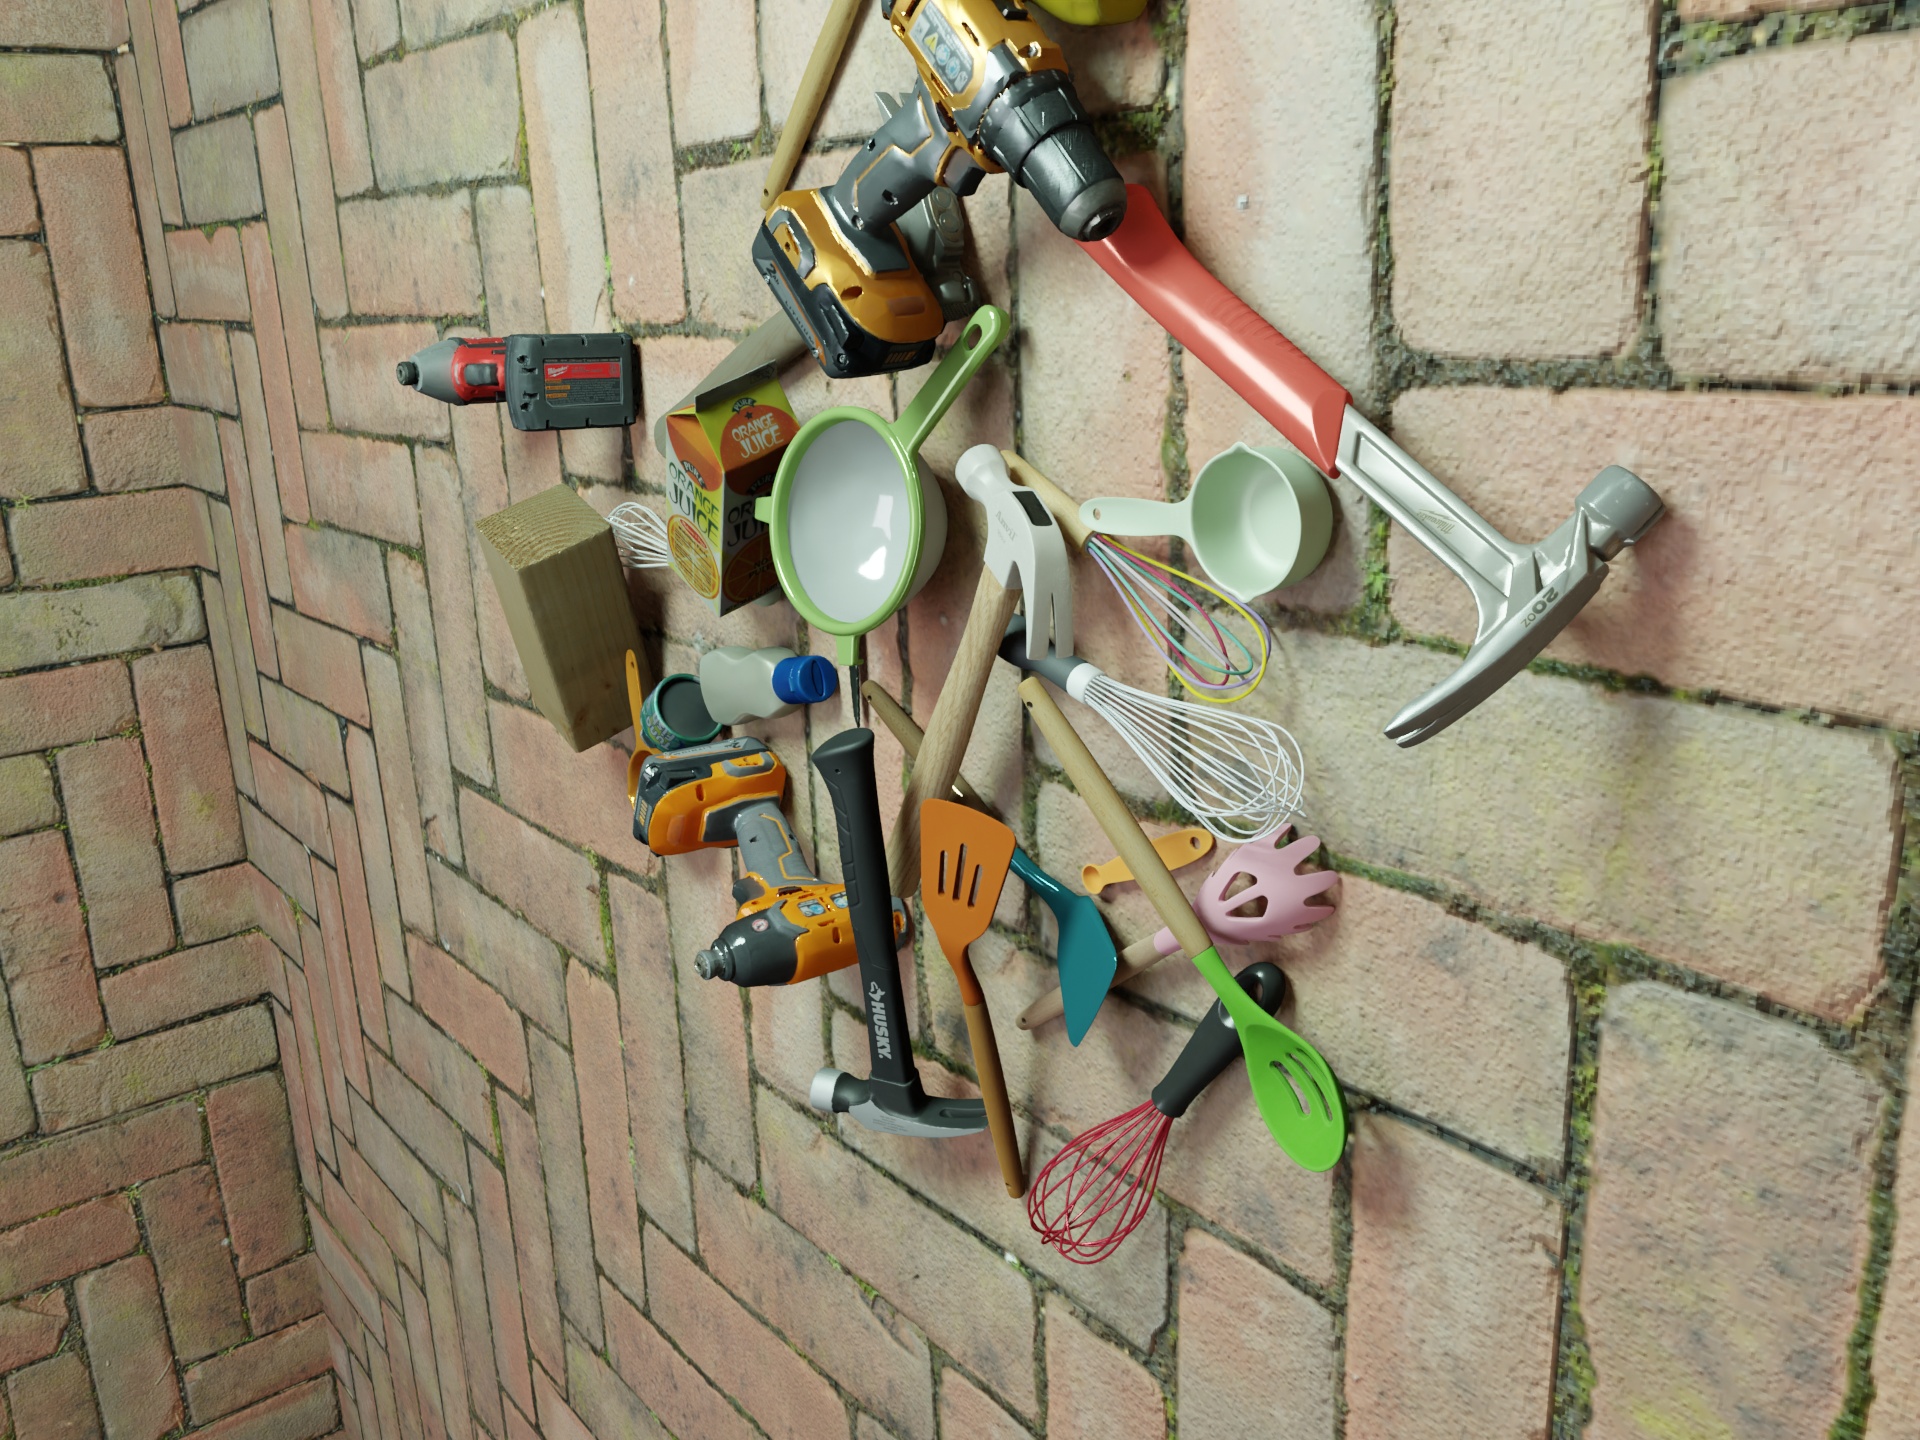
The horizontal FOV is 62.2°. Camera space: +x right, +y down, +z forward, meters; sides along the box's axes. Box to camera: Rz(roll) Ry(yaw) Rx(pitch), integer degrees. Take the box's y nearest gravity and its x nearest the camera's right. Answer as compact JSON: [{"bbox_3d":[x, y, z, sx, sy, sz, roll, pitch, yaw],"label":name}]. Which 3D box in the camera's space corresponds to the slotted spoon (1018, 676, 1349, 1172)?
[{"bbox_3d":[0.122,0.106,0.887,0.314,0.031,0.070,57,146,11],"label":"slotted spoon"}]

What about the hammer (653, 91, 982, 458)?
[{"bbox_3d":[-0.127,-0.284,1.138,0.410,0.038,0.146,-20,84,53],"label":"hammer"}]

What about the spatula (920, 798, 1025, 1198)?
[{"bbox_3d":[0.020,0.201,1.071,0.081,0.041,0.322,18,131,39],"label":"spatula"}]

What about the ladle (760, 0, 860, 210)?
[{"bbox_3d":[-0.077,-0.452,1.025,0.069,0.031,0.315,54,141,15],"label":"ladle"}]

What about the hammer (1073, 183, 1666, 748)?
[{"bbox_3d":[0.155,-0.153,0.776,0.149,0.036,0.359,-46,55,12],"label":"hammer"}]

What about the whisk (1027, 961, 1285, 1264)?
[{"bbox_3d":[0.119,0.246,0.983,0.073,0.073,0.295,52,131,28],"label":"whisk"}]

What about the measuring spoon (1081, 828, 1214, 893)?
[{"bbox_3d":[0.115,0.085,0.971,0.117,0.011,0.021,-27,79,49],"label":"measuring spoon"}]

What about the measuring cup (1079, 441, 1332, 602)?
[{"bbox_3d":[0.131,-0.111,0.861,0.168,0.038,0.083,13,112,52],"label":"measuring cup"}]

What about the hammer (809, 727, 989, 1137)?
[{"bbox_3d":[-0.054,0.154,1.098,0.146,0.035,0.334,8,121,23],"label":"hammer"}]

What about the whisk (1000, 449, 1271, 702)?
[{"bbox_3d":[0.088,-0.089,0.919,0.245,0.051,0.047,46,140,37],"label":"whisk"}]

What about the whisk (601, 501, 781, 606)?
[{"bbox_3d":[-0.228,-0.135,1.313,0.246,0.059,0.058,24,84,42],"label":"whisk"}]

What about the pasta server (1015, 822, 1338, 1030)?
[{"bbox_3d":[0.116,0.142,0.976,0.316,0.040,0.060,-44,67,54],"label":"pasta server"}]

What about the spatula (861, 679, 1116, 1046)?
[{"bbox_3d":[0.012,0.075,1.071,0.318,0.044,0.082,48,135,33],"label":"spatula"}]

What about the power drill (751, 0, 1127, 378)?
[{"bbox_3d":[-0.012,-0.287,0.887,0.185,0.084,0.226,57,137,13],"label":"power drill"}]

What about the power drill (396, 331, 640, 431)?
[{"bbox_3d":[-0.386,-0.300,1.383,0.220,0.143,0.078,17,112,46],"label":"power drill"}]

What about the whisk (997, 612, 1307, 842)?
[{"bbox_3d":[0.096,-0.008,0.931,0.285,0.070,0.070,36,128,47],"label":"whisk"}]

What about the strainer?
[{"bbox_3d":[-0.029,-0.165,1.036,0.256,0.069,0.152,-49,60,34],"label":"strainer"}]

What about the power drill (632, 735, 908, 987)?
[{"bbox_3d":[-0.165,0.113,1.216,0.227,0.164,0.084,45,133,37],"label":"power drill"}]

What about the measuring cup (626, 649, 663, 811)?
[{"bbox_3d":[-0.256,0.020,1.396,0.095,0.052,0.173,-3,98,53],"label":"measuring cup"}]

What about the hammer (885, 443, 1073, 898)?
[{"bbox_3d":[-0.002,-0.003,1.019,0.130,0.031,0.331,59,143,38],"label":"hammer"}]
